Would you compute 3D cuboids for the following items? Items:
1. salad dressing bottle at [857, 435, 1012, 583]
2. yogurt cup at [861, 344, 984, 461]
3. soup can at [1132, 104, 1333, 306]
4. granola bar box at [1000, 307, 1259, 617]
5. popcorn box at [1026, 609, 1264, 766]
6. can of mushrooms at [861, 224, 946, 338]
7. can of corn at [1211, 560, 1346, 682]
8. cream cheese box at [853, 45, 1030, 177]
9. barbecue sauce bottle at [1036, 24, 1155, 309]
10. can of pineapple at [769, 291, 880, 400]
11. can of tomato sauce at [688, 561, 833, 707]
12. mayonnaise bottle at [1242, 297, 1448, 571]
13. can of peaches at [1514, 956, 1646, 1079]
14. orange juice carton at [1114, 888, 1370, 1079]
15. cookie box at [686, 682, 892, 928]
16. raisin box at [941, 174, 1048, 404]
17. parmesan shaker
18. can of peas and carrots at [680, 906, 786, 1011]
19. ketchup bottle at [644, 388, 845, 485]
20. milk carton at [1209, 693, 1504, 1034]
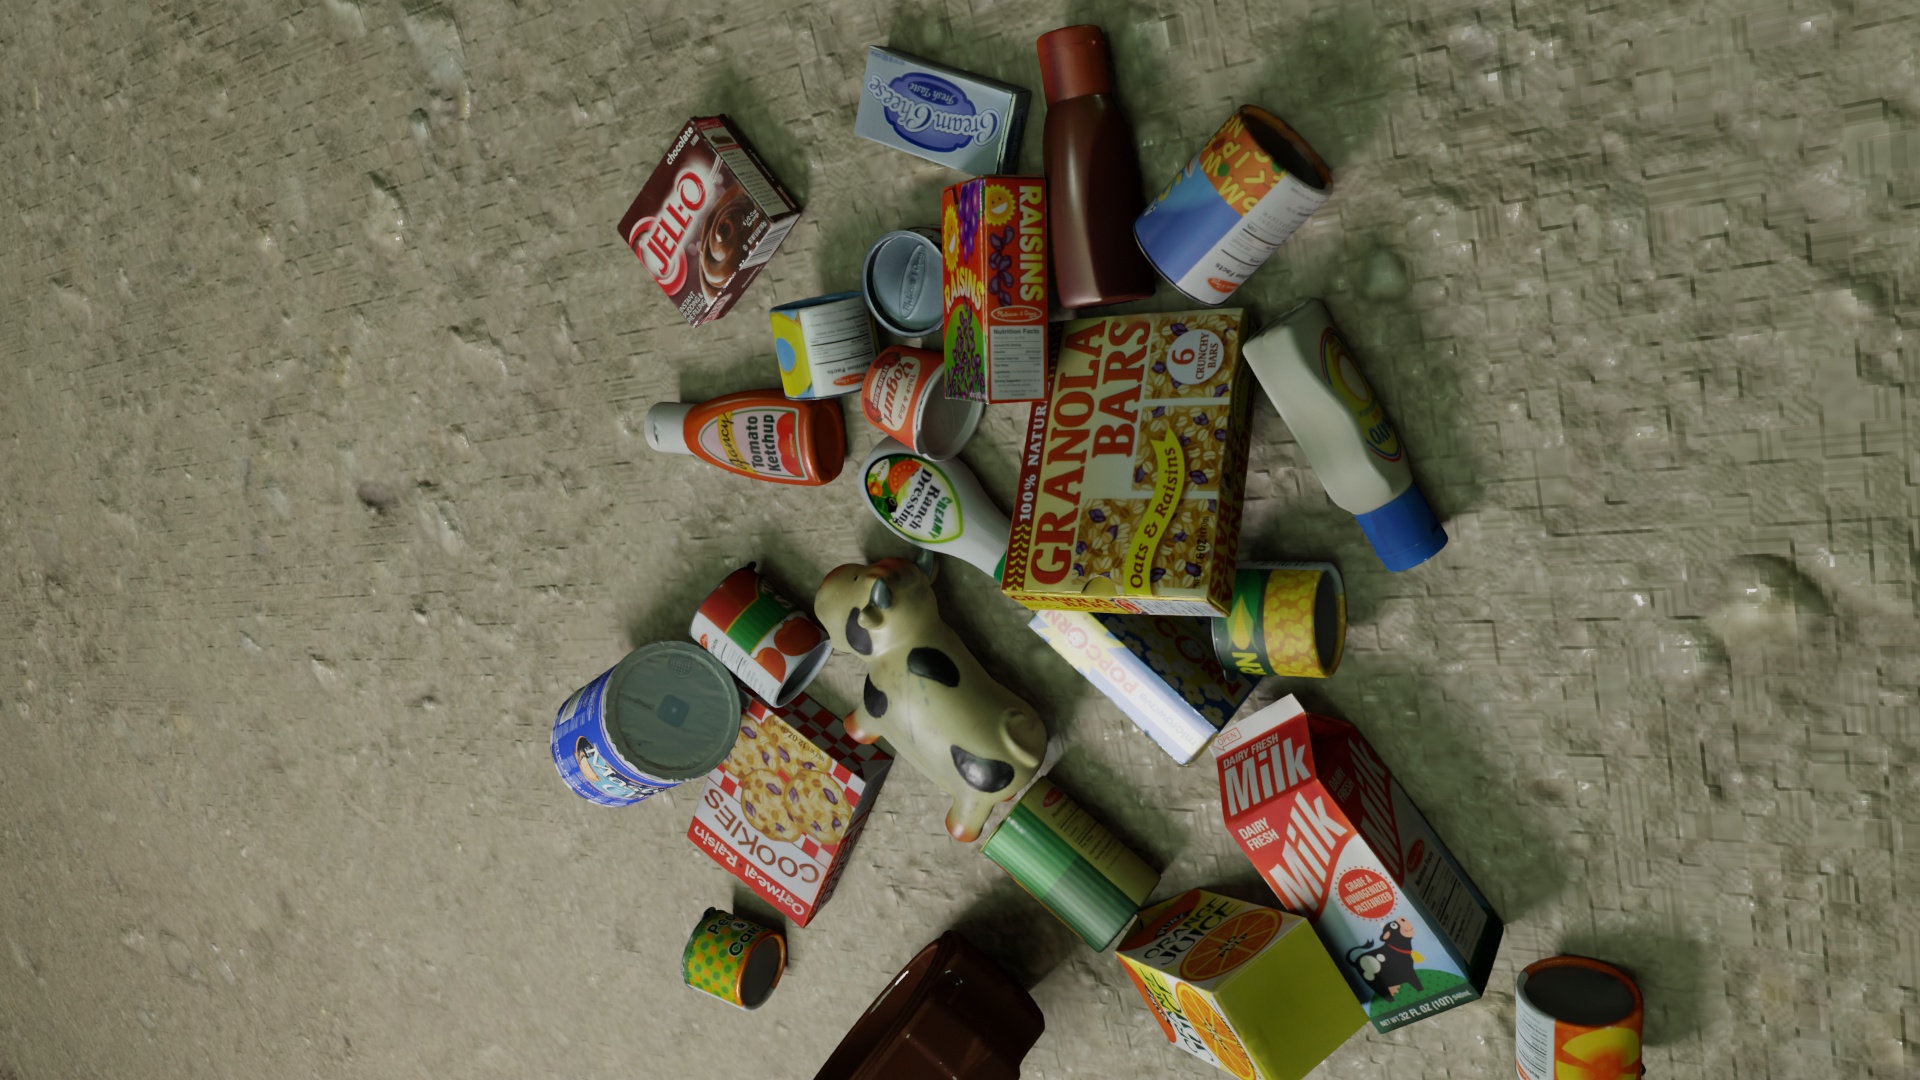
[{"bbox_3d":[0.003,-0.011,0.890,0.148,0.044,0.064,35,112,15],"label":"salad dressing bottle"},{"bbox_3d":[-0.025,-0.089,0.866,0.054,0.073,0.072,24,120,31],"label":"yogurt cup"},{"bbox_3d":[0.141,-0.177,0.728,0.071,0.072,0.083,49,125,6],"label":"soup can"},{"bbox_3d":[0.095,-0.044,0.770,0.124,0.039,0.166,1,73,32],"label":"granola bar box"},{"bbox_3d":[0.112,0.064,0.828,0.127,0.085,0.038,42,126,10],"label":"popcorn box"},{"bbox_3d":[-0.023,-0.159,0.855,0.071,0.033,0.070,12,114,28],"label":"can of mushrooms"},{"bbox_3d":[0.182,0.047,0.789,0.058,0.071,0.071,0,109,31],"label":"can of corn"},{"bbox_3d":[-0.012,-0.252,0.817,0.104,0.024,0.053,25,120,21],"label":"cream cheese box"},{"bbox_3d":[0.071,-0.204,0.764,0.043,0.065,0.148,-4,98,40],"label":"barbecue sauce bottle"},{"bbox_3d":[-0.086,-0.125,0.888,0.071,0.071,0.057,1,109,31],"label":"can of pineapple"},{"bbox_3d":[-0.141,0.068,0.999,0.083,0.071,0.070,39,124,13],"label":"can of tomato sauce"},{"bbox_3d":[0.207,-0.054,0.739,0.041,0.065,0.148,-29,97,39],"label":"mayonnaise bottle"},{"bbox_3d":[0.349,0.276,0.781,0.071,0.071,0.058,3,110,31],"label":"can of peaches"},{"bbox_3d":[0.160,0.271,0.859,0.072,0.073,0.192,58,163,-2],"label":"orange juice carton"},{"bbox_3d":[-0.135,0.199,1.062,0.123,0.040,0.166,34,123,16],"label":"cookie box"},{"bbox_3d":[0.018,-0.141,0.787,0.086,0.040,0.123,-153,62,-73],"label":"raisin box"},{"bbox_3d":[0.072,0.216,0.922,0.103,0.071,0.071,40,125,12],"label":"parmesan shaker"},{"bbox_3d":[-0.184,0.340,1.133,0.059,0.071,0.070,12,115,27],"label":"can of peas and carrots"},{"bbox_3d":[-0.151,-0.075,0.962,0.149,0.044,0.064,7,112,30],"label":"ketchup bottle"},{"bbox_3d":[0.225,0.180,0.812,0.072,0.074,0.190,-38,87,36],"label":"milk carton"}]
